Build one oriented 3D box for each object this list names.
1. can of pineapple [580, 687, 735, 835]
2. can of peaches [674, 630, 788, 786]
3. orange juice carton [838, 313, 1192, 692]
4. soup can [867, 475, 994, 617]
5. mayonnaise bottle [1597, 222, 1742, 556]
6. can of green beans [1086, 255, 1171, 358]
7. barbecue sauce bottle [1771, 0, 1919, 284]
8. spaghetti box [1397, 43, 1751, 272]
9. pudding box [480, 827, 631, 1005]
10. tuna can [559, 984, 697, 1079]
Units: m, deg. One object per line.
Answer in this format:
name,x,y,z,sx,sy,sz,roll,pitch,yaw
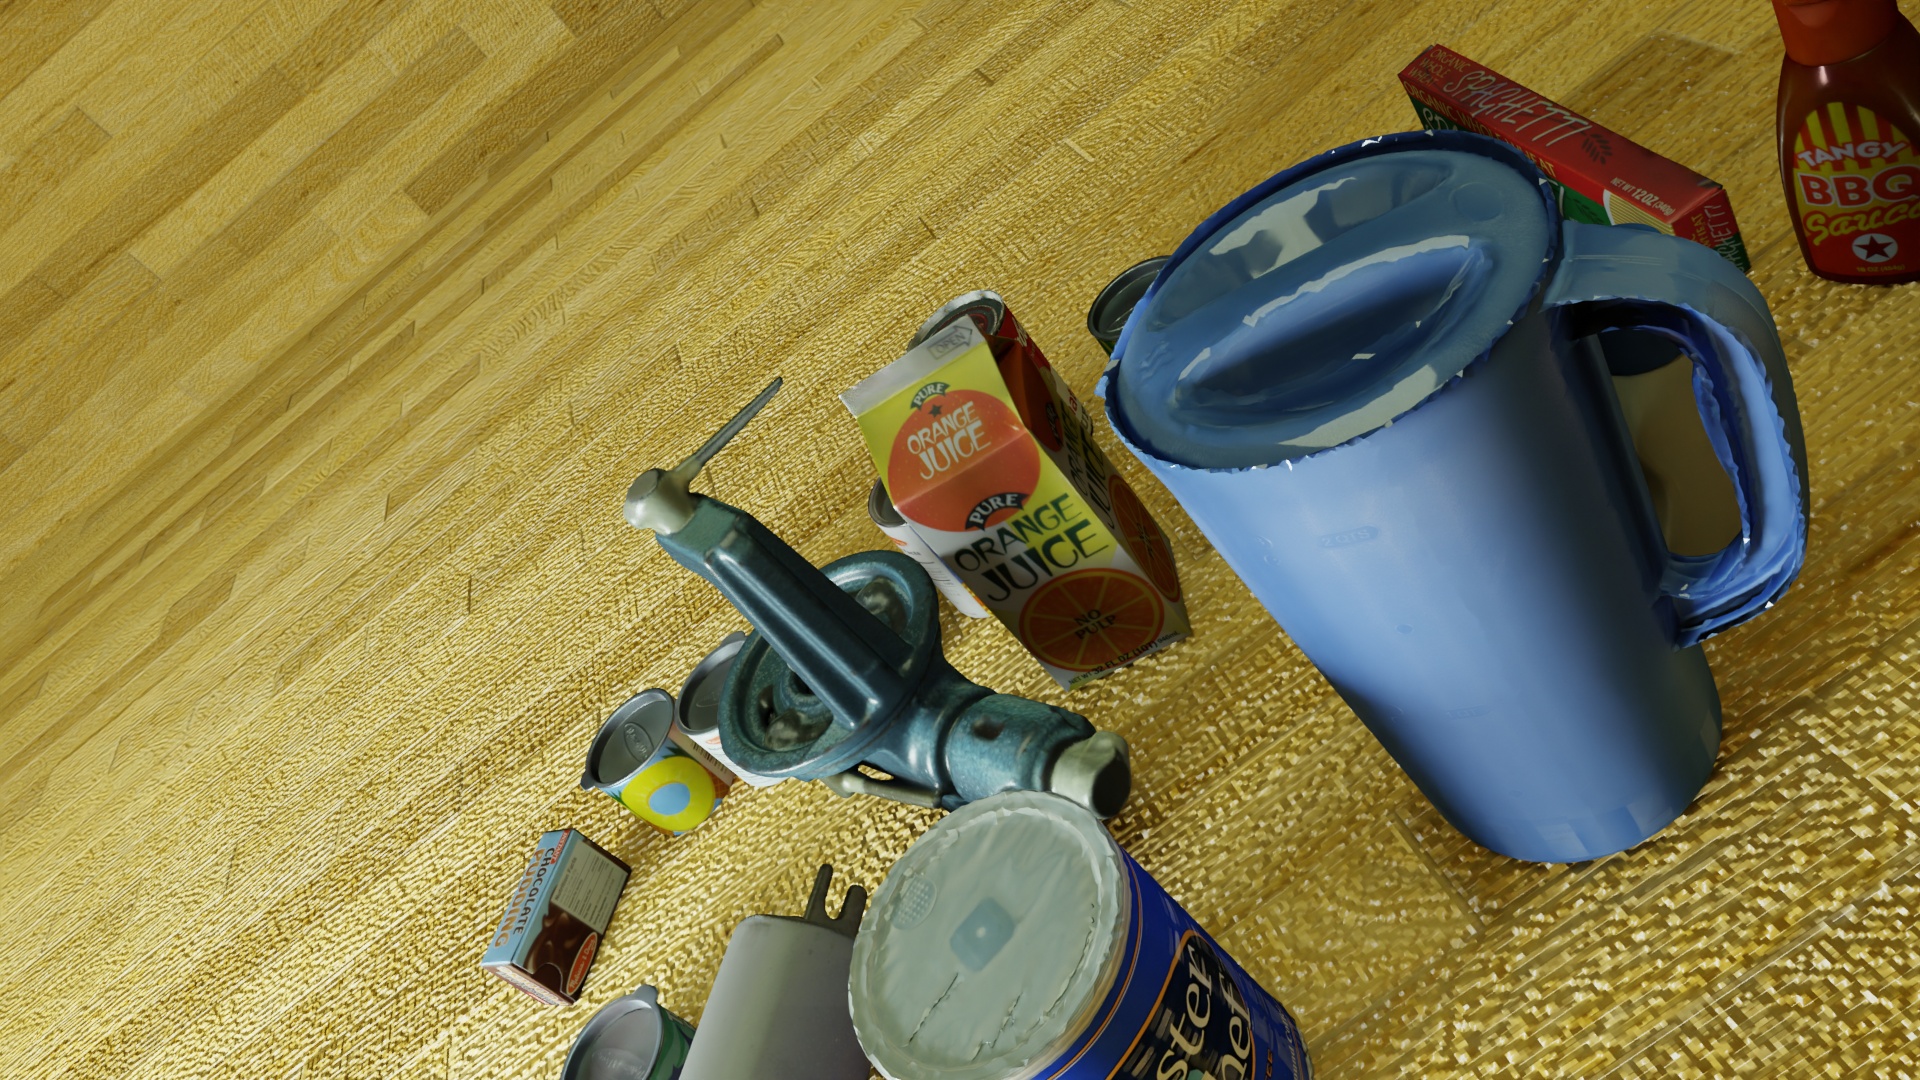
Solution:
can of pineapple,-0.173,0.129,0.800,0.071,0.057,0.071,-26,37,22
can of peaches,-0.116,0.095,0.782,0.071,0.058,0.071,-26,37,22
orange juice carton,0.028,-0.020,0.647,0.071,0.192,0.073,-28,36,20
soup can,0.003,-0.009,0.757,0.071,0.083,0.072,-26,37,22
mayonnaise bottle,0.253,-0.047,0.495,0.065,0.147,0.041,-41,34,1
can of green beans,0.115,-0.118,0.791,0.071,0.057,0.071,-26,37,22
barbecue sauce bottle,0.346,-0.165,0.533,0.065,0.148,0.044,7,57,49
spaghetti box,0.298,-0.194,0.701,0.028,0.050,0.251,-36,34,9
pudding box,-0.222,0.208,0.769,0.030,0.049,0.084,-15,42,34
tuna can,-0.156,0.253,0.668,0.071,0.032,0.071,-26,37,22
